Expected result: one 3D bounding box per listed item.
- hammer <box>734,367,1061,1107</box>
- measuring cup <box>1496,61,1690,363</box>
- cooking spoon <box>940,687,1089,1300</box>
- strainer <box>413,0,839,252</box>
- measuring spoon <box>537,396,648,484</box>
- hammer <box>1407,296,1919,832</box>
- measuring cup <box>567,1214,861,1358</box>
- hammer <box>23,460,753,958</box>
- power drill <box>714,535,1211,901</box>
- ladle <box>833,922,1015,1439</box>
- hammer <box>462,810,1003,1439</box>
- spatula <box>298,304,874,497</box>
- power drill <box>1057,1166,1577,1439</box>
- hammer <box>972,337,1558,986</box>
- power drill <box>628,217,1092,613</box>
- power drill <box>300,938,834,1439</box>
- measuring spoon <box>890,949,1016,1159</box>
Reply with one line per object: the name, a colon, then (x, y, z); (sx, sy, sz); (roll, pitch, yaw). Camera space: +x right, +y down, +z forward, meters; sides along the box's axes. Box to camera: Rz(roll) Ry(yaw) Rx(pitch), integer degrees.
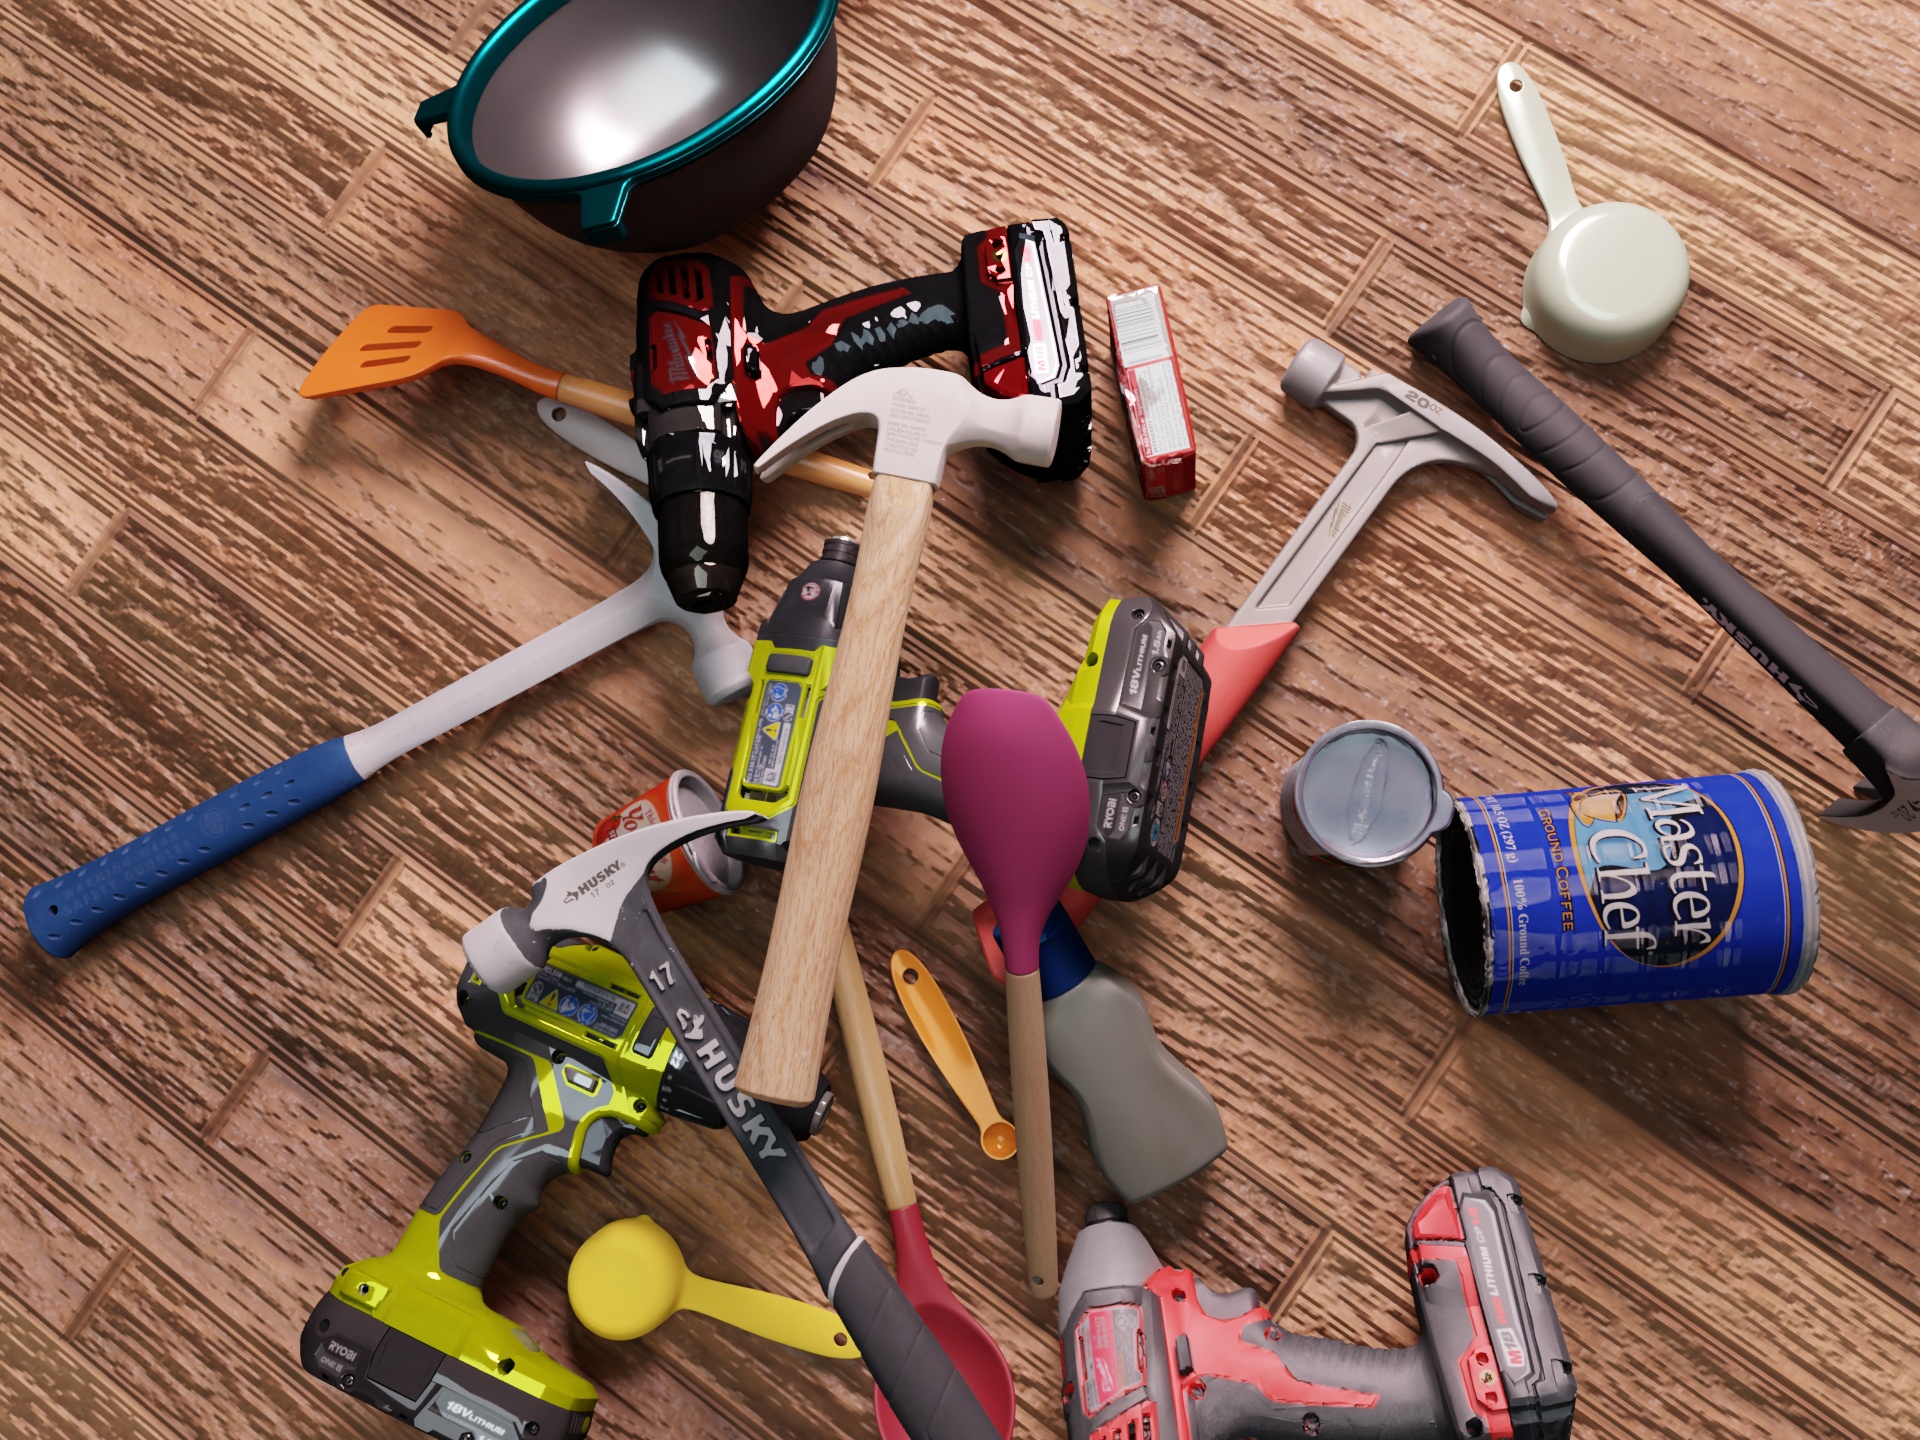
hammer: (-0.051, 0.003, 0.707); (0.130, 0.031, 0.331); (11, 84, 5)
measuring cup: (0.309, -0.263, 0.799); (0.083, 0.038, 0.167); (-20, 84, 4)
cooking spoon: (0.030, 0.135, 0.724); (0.069, 0.017, 0.318); (5, 114, 22)
strainer: (-0.101, -0.351, 0.829); (0.340, 0.095, 0.211); (-43, 53, -12)
measuring spoon: (-0.179, -0.142, 0.852); (0.124, 0.018, 0.034); (31, 88, 10)
hammer: (0.334, -0.081, 0.750); (0.035, 0.146, 0.335); (-39, 70, 1)
measuring cup: (-0.122, 0.292, 0.790); (0.156, 0.029, 0.062); (12, 85, 10)
hammer: (-0.311, 0.009, 0.839); (0.405, 0.035, 0.144); (-28, 84, 3)
power drill: (-0.001, -0.002, 0.768); (0.223, 0.080, 0.171); (7, 77, 24)
ladle: (-0.037, 0.216, 0.792); (0.069, 0.031, 0.315); (-14, 80, 0)
hammer: (-0.058, 0.224, 0.710); (0.149, 0.036, 0.409); (-35, 81, 0)
spatula: (-0.188, -0.164, 0.846); (0.322, 0.041, 0.081); (18, 53, 1)
power drill: (0.152, 0.278, 0.724); (0.219, 0.078, 0.143); (-12, 48, 8)
hammer: (0.134, -0.010, 0.793); (0.149, 0.036, 0.359); (36, 88, 9)
power drill: (-0.051, -0.151, 0.785); (0.226, 0.080, 0.188); (-6, 70, 2)
power drill: (-0.185, 0.226, 0.762); (0.190, 0.080, 0.229); (22, 69, 9)
measuring spoon: (-0.004, 0.168, 0.803); (0.021, 0.011, 0.117); (-31, 78, 4)
